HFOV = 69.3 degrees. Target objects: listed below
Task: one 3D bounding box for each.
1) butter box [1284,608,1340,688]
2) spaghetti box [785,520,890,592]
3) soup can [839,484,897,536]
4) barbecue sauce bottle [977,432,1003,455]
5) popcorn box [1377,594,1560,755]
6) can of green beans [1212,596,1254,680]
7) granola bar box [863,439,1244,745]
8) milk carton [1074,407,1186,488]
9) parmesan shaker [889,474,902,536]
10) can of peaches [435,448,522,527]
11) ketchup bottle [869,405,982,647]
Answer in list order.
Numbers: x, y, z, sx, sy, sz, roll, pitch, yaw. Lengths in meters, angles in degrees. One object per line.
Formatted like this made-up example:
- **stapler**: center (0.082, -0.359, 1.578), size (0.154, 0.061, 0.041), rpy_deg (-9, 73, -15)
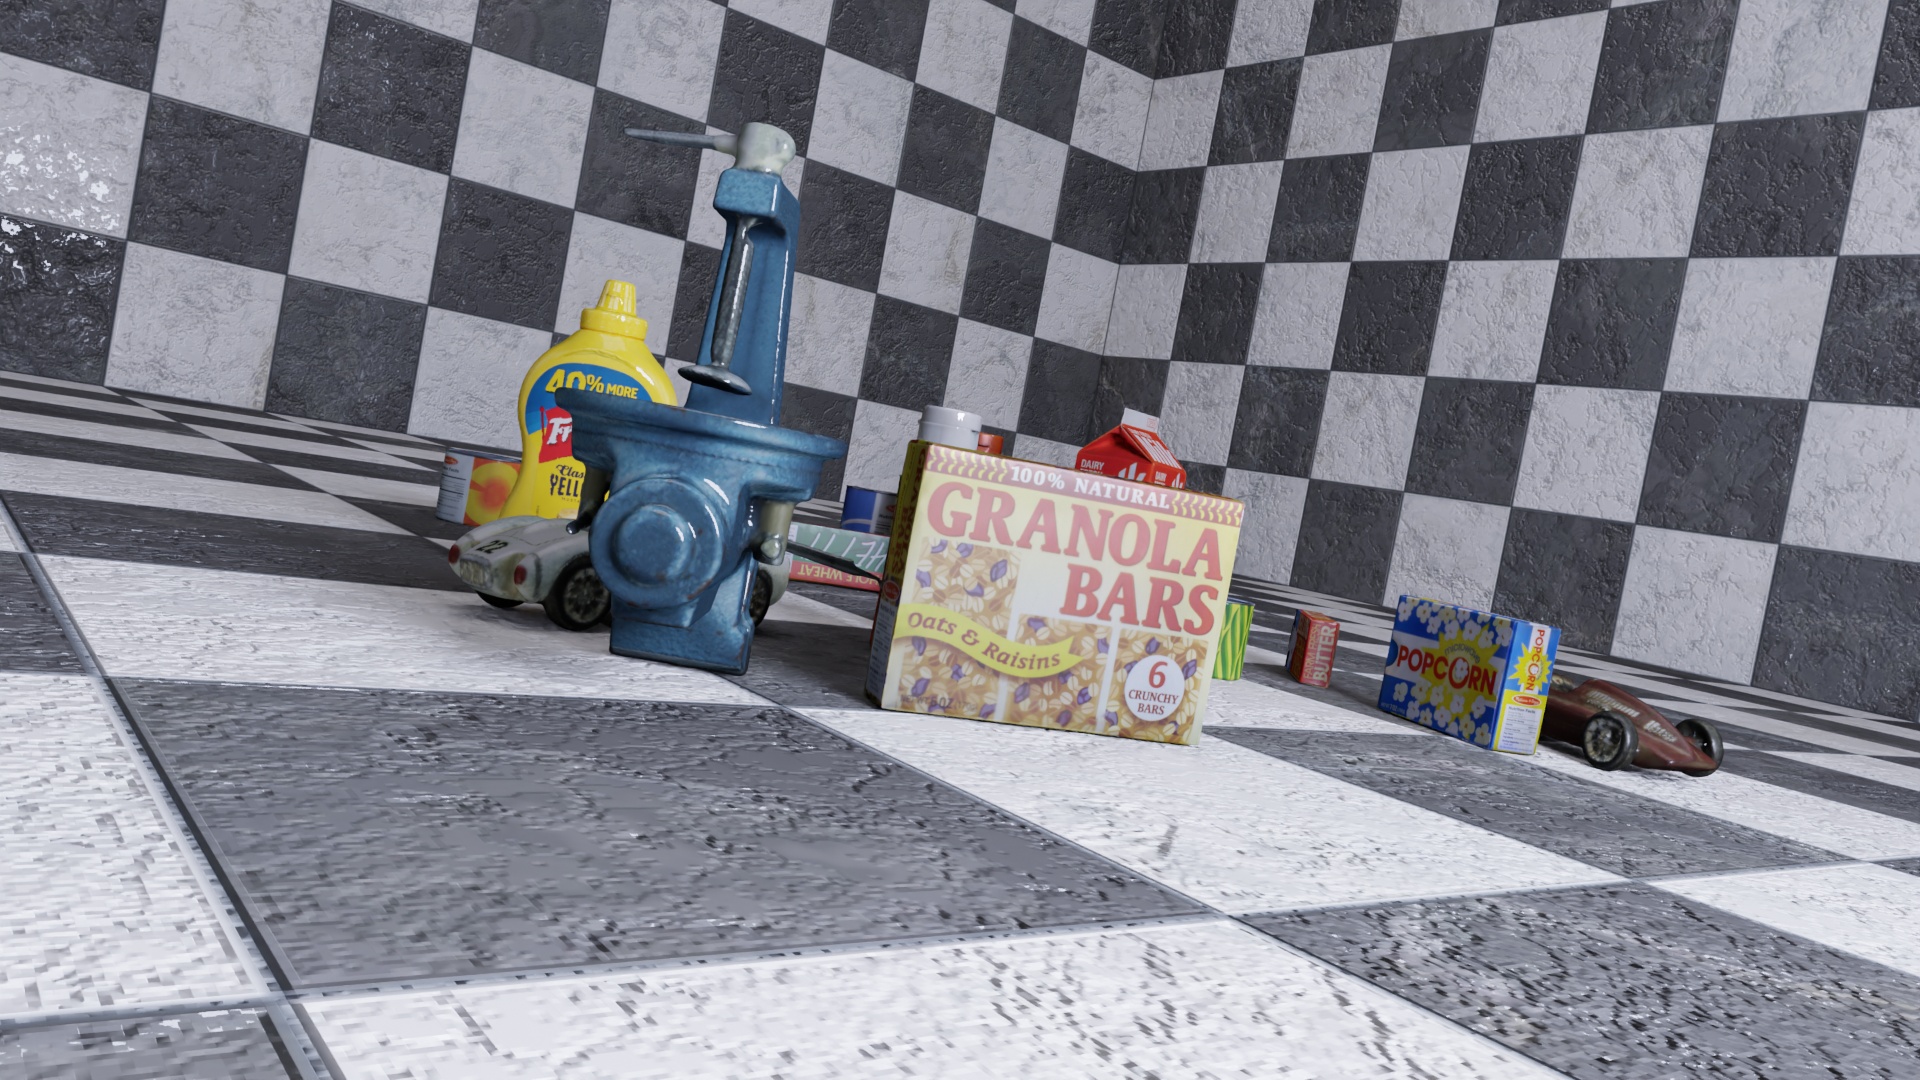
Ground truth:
- **butter box**: center (0.283, 0.086, 1.118), size (0.024, 0.053, 0.103), rpy_deg (11, 2, 7)
- **spaghetti box**: center (-0.117, 0.012, 1.168), size (0.250, 0.050, 0.028), rpy_deg (9, 2, -22)
- **soup can**: center (-0.087, -0.008, 1.354), size (0.071, 0.083, 0.071), rpy_deg (10, 2, 0)
- **barbecue sauce bottle**: center (0.004, -0.014, 1.125), size (0.065, 0.148, 0.043), rpy_deg (10, 2, 2)
- **popcorn box**: center (0.340, 0.088, 0.937), size (0.038, 0.085, 0.127), rpy_deg (10, 2, -18)
- **can of green beans**: center (0.180, 0.069, 1.027), size (0.071, 0.057, 0.071), rpy_deg (10, 2, 0)
- **granola bar box**: center (0.045, 0.027, 0.667), size (0.166, 0.124, 0.039), rpy_deg (10, 2, -20)
- **milk carton**: center (0.134, -0.013, 1.163), size (0.073, 0.190, 0.072), rpy_deg (12, 2, 31)
- **parmesan shaker**: center (-0.032, -0.006, 1.300), size (0.071, 0.103, 0.071), rpy_deg (10, 2, 0)
- **can of peaches**: center (-0.395, -0.042, 1.152), size (0.071, 0.058, 0.071), rpy_deg (10, 2, 0)
- **ketchup bottle**: center (-0.019, -0.005, 0.831), size (0.043, 0.148, 0.065), rpy_deg (11, 2, 17)
